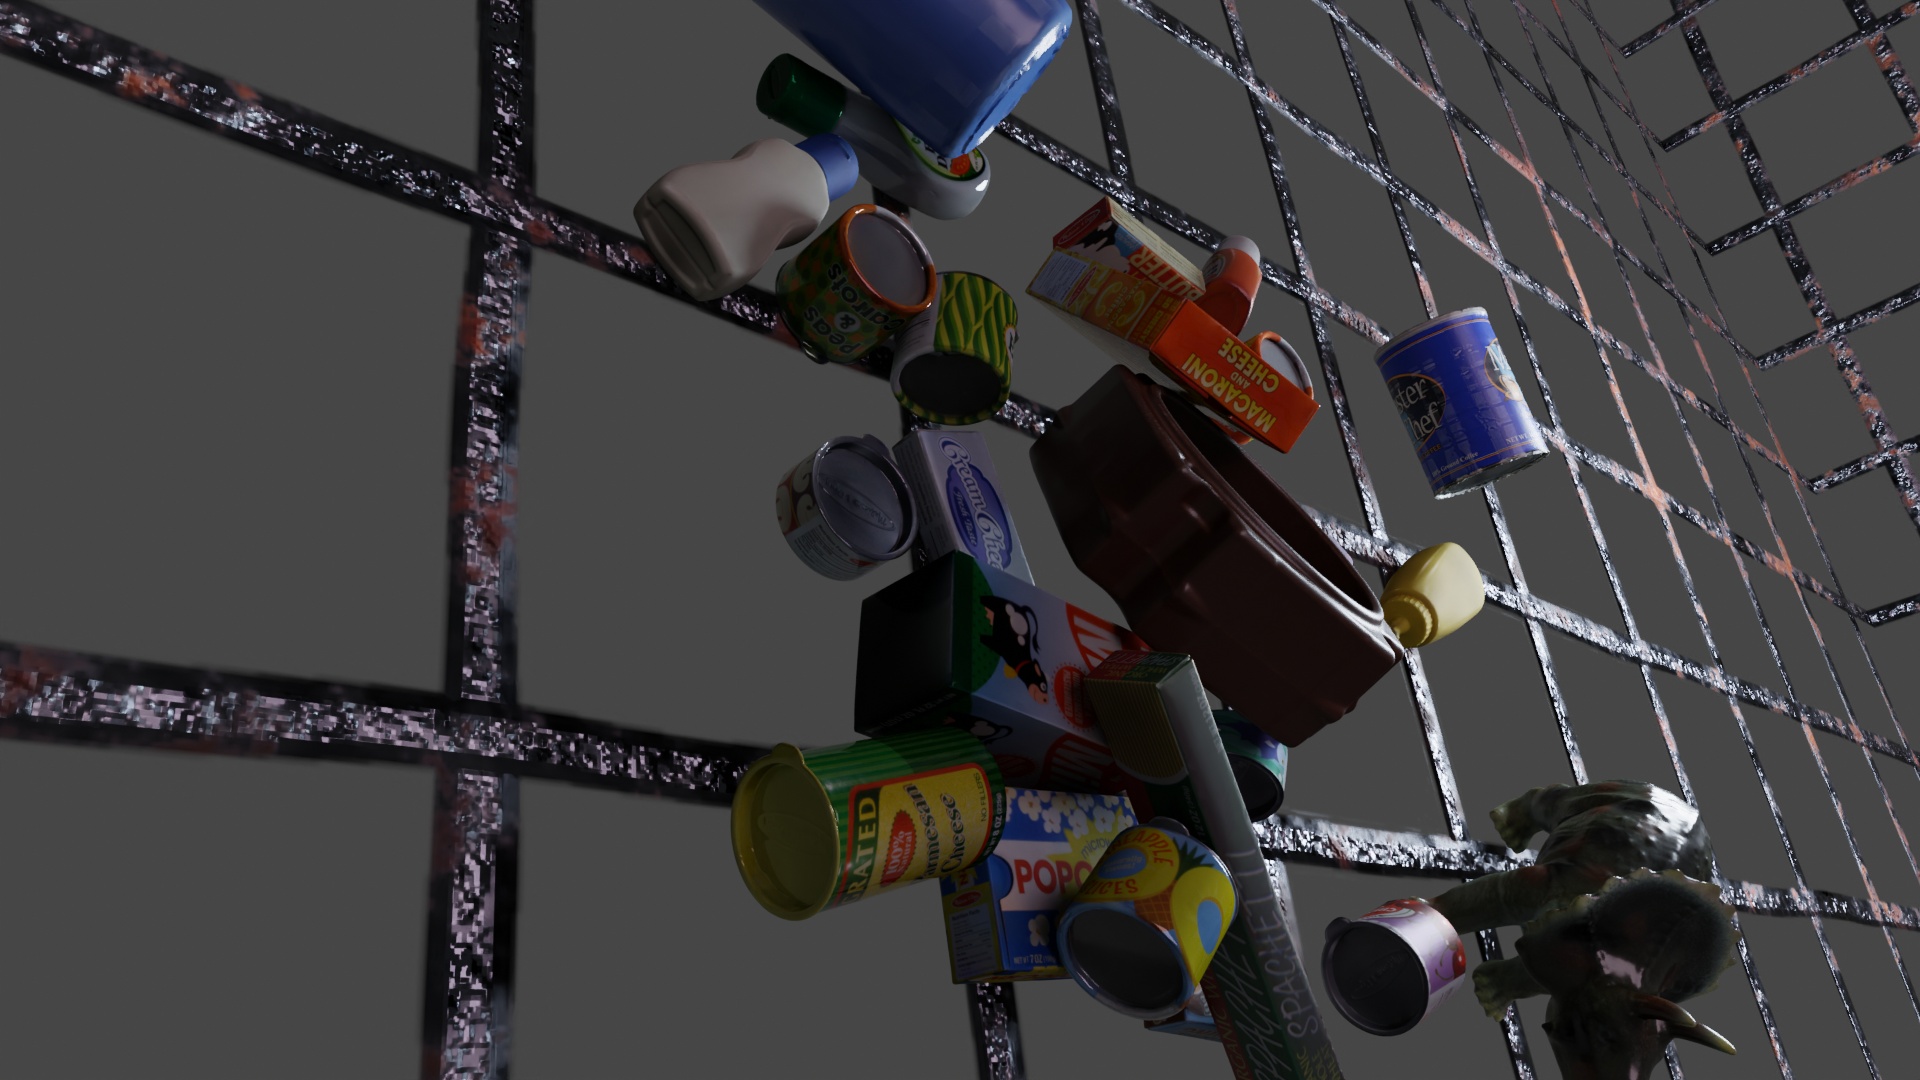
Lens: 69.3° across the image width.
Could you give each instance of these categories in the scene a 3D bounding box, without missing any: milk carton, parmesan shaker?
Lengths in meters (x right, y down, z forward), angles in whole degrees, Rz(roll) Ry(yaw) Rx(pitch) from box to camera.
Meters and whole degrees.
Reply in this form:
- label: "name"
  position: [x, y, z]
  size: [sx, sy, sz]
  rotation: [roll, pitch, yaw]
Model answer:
- label: "milk carton"
  position: [0.044, 0.080, 0.698]
  size: [0.190, 0.072, 0.074]
  rotation: [26, 50, -35]
- label: "parmesan shaker"
  position: [-0.036, 0.115, 0.592]
  size: [0.103, 0.071, 0.071]
  rotation: [-2, 69, -47]

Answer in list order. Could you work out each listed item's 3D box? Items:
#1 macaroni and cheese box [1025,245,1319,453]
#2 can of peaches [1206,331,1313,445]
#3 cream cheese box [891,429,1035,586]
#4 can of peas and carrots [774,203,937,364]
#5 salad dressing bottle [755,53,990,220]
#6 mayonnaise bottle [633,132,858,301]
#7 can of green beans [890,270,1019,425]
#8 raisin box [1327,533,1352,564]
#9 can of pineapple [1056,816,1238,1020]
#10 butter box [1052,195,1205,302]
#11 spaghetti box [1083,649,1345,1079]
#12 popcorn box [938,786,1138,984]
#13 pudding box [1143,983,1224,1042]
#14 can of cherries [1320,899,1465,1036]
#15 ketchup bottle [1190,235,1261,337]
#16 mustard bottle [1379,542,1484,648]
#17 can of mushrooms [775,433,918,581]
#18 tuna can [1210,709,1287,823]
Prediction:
- label: "macaroni and cheese box"
  position: [0.127, -0.120, 0.863]
  size: [0.123, 0.040, 0.167]
  rotation: [31, 6, -30]
- label: "can of peaches"
  position: [0.213, -0.110, 1.009]
  size: [0.071, 0.058, 0.071]
  rotation: [27, 49, -35]
- label: "cream cheese box"
  position: [0.003, -0.009, 0.747]
  size: [0.053, 0.024, 0.104]
  rotation: [-2, 68, -48]
- label: "can of peas and carrots"
  position: [-0.055, -0.134, 0.736]
  size: [0.071, 0.058, 0.071]
  rotation: [26, 50, -34]
- label: "salad dressing bottle"
  position: [-0.050, -0.237, 0.818]
  size: [0.148, 0.043, 0.064]
  rotation: [17, 49, -39]
- label: "mayonnaise bottle"
  position: [-0.104, -0.177, 0.727]
  size: [0.064, 0.041, 0.149]
  rotation: [54, 38, -9]
- label: "can of green beans"
  position: [-0.003, -0.105, 0.768]
  size: [0.071, 0.071, 0.058]
  rotation: [32, 47, -31]
- label: "raisin box"
  position: [0.225, 0.037, 0.946]
  size: [0.086, 0.040, 0.124]
  rotation: [40, 42, -22]
- label: "can of pineapple"
  position: [0.084, 0.170, 0.626]
  size: [0.071, 0.070, 0.058]
  rotation: [55, 41, -6]
- label: "butter box"
  position: [0.118, -0.190, 0.961]
  size: [0.103, 0.053, 0.024]
  rotation: [29, 45, -33]
- label: "spaghetti box"
  position: [0.125, 0.169, 0.665]
  size: [0.029, 0.050, 0.249]
  rotation: [-31, 106, -34]
- label: "popcorn box"
  position: [0.047, 0.167, 0.674]
  size: [0.127, 0.038, 0.085]
  rotation: [14, 58, -42]
- label: "pudding box"
  position: [0.131, 0.235, 0.728]
  size: [0.083, 0.030, 0.050]
  rotation: [24, 52, -36]
- label: "can of cherries"
  position: [0.256, 0.249, 0.824]
  size: [0.058, 0.071, 0.071]
  rotation: [-4, 70, -48]
- label: "ketchup bottle"
  position: [0.200, -0.191, 1.046]
  size: [0.043, 0.064, 0.149]
  rotation: [37, 33, -3]
- label: "mustard bottle"
  position: [0.355, 0.049, 1.070]
  size: [0.161, 0.048, 0.065]
  rotation: [-23, 84, -50]
- label: "can of mushrooms"
  position: [-0.055, -0.017, 0.683]
  size: [0.071, 0.033, 0.071]
  rotation: [25, 50, -34]
- label: "tuna can"
  position: [0.149, 0.127, 0.787]
  size: [0.071, 0.071, 0.033]
  rotation: [42, 42, -21]
